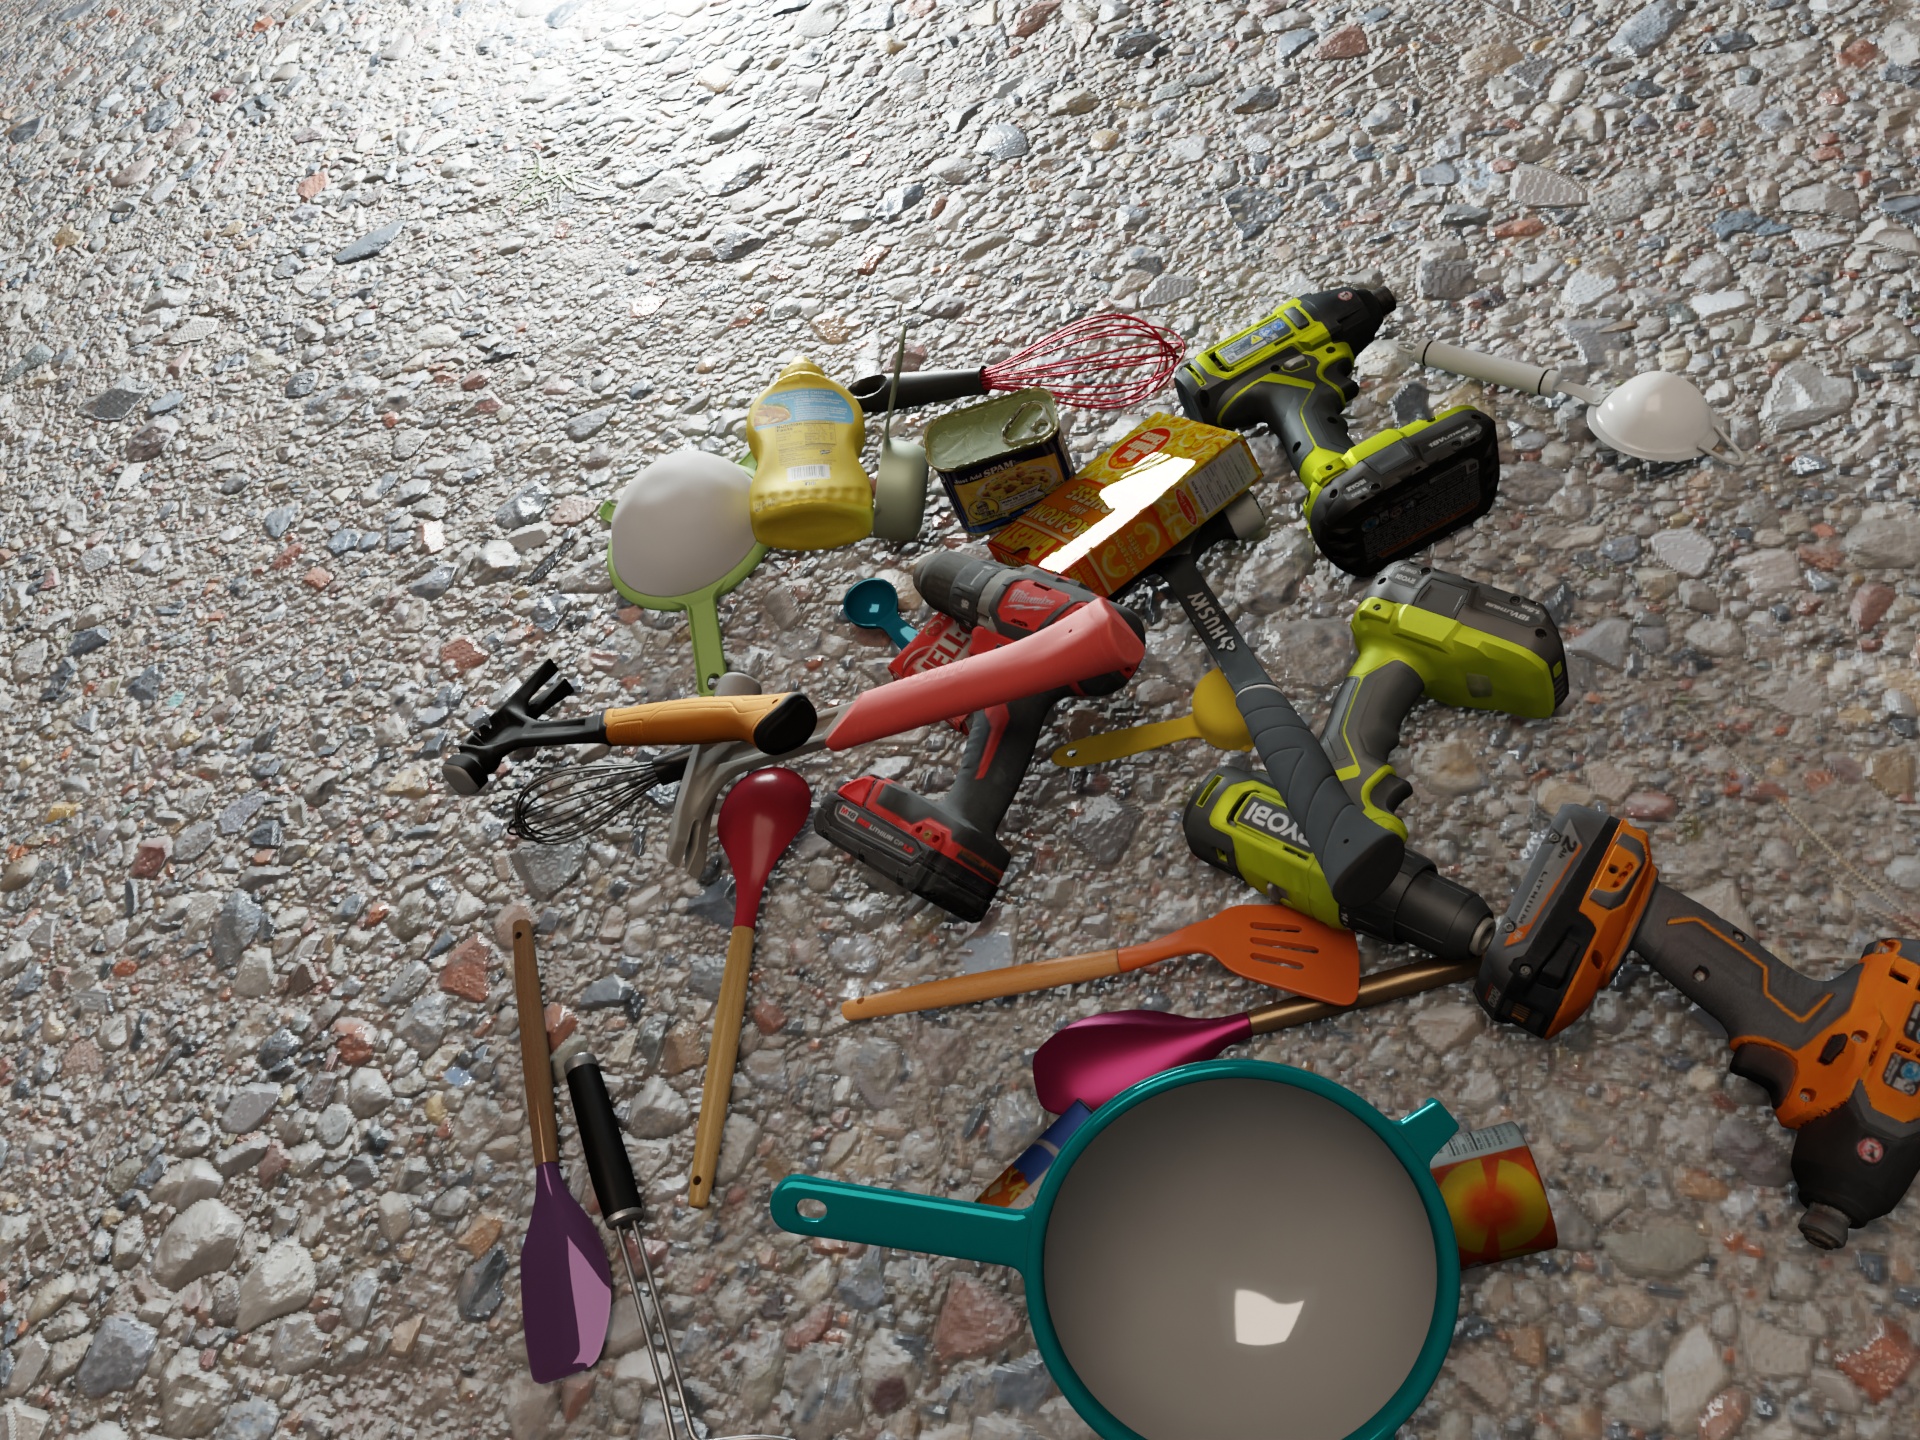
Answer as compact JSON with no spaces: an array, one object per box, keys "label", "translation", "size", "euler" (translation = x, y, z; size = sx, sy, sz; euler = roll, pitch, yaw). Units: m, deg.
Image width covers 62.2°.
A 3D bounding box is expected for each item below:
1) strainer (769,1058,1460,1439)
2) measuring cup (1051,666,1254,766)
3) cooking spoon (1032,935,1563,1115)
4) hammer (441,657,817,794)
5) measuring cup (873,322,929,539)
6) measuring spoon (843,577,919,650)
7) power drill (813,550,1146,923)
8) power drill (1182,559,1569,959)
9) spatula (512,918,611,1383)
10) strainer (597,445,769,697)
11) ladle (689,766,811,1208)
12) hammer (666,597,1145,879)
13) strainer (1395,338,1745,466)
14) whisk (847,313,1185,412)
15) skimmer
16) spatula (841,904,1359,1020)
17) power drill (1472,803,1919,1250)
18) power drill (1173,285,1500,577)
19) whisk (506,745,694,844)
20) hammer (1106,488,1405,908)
[{"label":"strainer","translation":[0.076,0.263,0.822],"size":[0.340,0.095,0.211],"euler":[7,91,5]},{"label":"measuring cup","translation":[0.134,0.001,1.058],"size":[0.156,0.029,0.062],"euler":[-15,54,8]},{"label":"cooking spoon","translation":[0.195,0.170,0.931],"size":[0.319,0.017,0.069],"euler":[-17,51,8]},{"label":"hammer","translation":[-0.223,0.000,1.105],"size":[0.337,0.034,0.127],"euler":[-2,39,40]},{"label":"measuring cup","translation":[-0.038,-0.213,1.189],"size":[0.038,0.167,0.083],"euler":[9,31,-2]},{"label":"measuring spoon","translation":[-0.038,-0.057,1.172],"size":[0.042,0.021,0.129],"euler":[-40,63,-10]},{"label":"power drill","translation":[-0.002,-0.003,1.043],"size":[0.188,0.080,0.227],"euler":[27,84,41]},{"label":"power drill","translation":[0.269,0.026,0.960],"size":[0.191,0.080,0.228],"euler":[25,70,37]},{"label":"spatula","translation":[-0.269,0.265,1.035],"size":[0.060,0.018,0.316],"euler":[-22,54,4]},{"label":"strainer","translation":[-0.216,-0.126,1.244],"size":[0.151,0.069,0.257],"euler":[-20,52,6]},{"label":"ladle","translation":[-0.149,0.164,1.056],"size":[0.069,0.031,0.316],"euler":[-5,58,17]},{"label":"hammer","translation":[-0.045,0.001,0.991],"size":[0.359,0.036,0.149],"euler":[-16,51,38]},{"label":"strainer","translation":[0.419,-0.234,1.108],"size":[0.259,0.050,0.087],"euler":[26,54,35]},{"label":"whisk","translation":[0.038,-0.273,1.262],"size":[0.296,0.073,0.073],"euler":[-1,57,27]},{"label":"skimmer","translation":[-0.176,0.325,0.918],"size":[0.127,0.090,0.364],"euler":[-7,45,-25]},{"label":"spatula","translation":[0.078,0.158,0.974],"size":[0.322,0.041,0.081],"euler":[-13,34,18]},{"label":"power drill","translation":[0.391,0.156,0.826],"size":[0.227,0.084,0.164],"euler":[26,69,22]},{"label":"power drill","translation":[0.275,-0.219,1.128],"size":[0.171,0.080,0.223],"euler":[-28,50,1]},{"label":"whisk","translation":[-0.217,0.038,1.154],"size":[0.239,0.055,0.055],"euler":[-19,53,1]},{"label":"hammer","translation":[0.172,-0.021,0.972],"size":[0.149,0.036,0.409],"euler":[-29,32,8]}]
